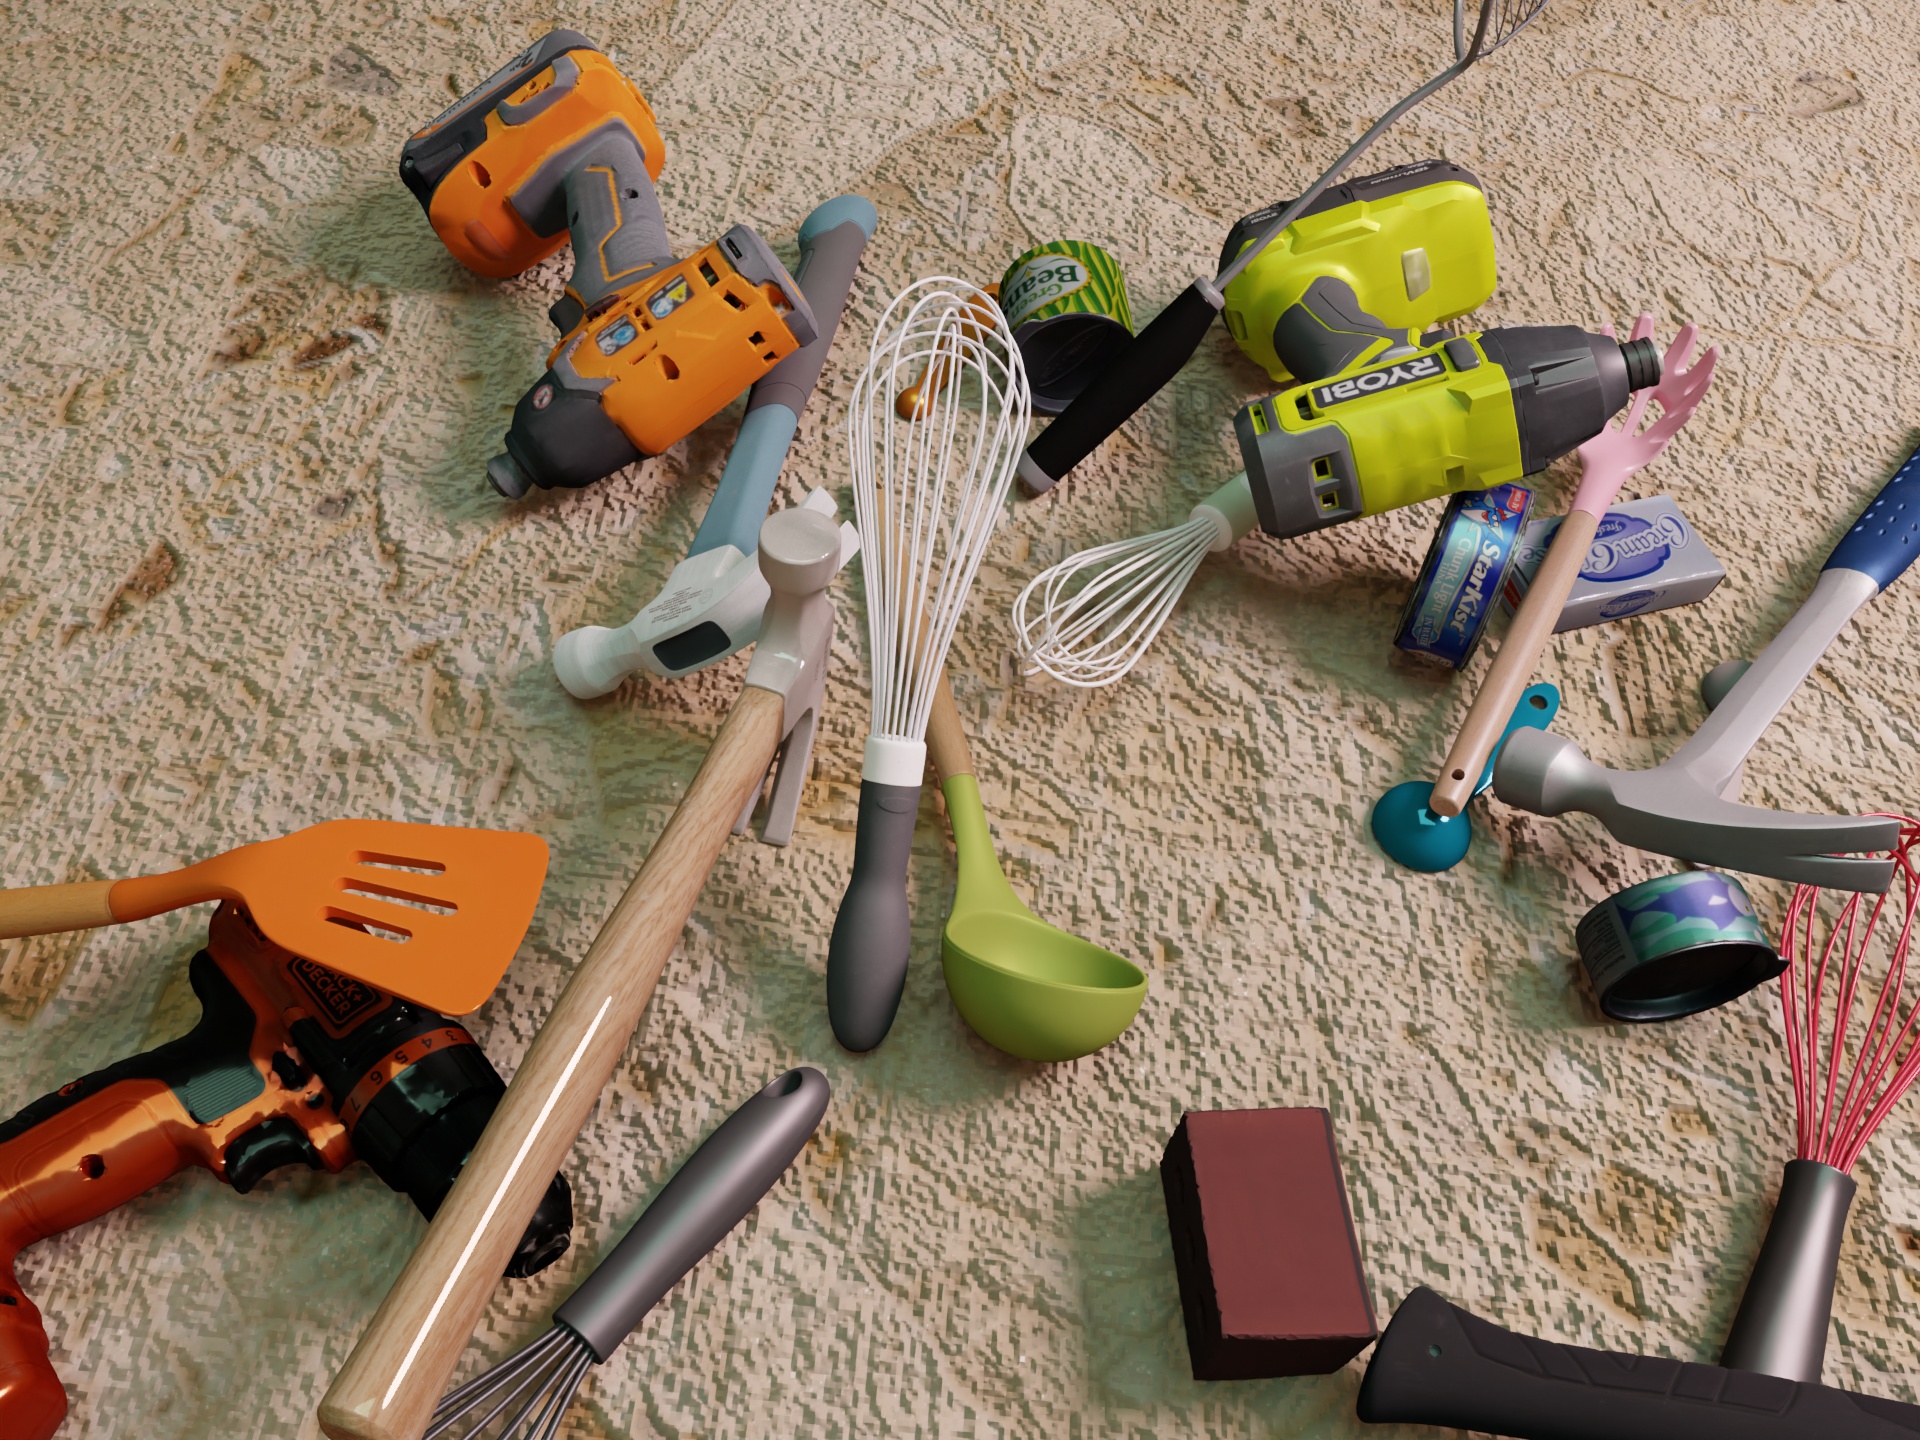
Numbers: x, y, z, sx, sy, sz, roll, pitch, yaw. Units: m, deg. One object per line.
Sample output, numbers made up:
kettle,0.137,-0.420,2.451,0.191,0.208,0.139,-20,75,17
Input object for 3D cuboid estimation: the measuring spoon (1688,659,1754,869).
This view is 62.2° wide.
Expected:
measuring spoon,0.340,0.016,0.702,0.034,0.018,0.124,25,55,12

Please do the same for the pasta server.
pasta server,0.275,-0.078,0.722,0.060,0.040,0.316,21,56,24

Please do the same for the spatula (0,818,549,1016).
spatula,-0.302,0.071,0.544,0.322,0.041,0.081,-7,38,13

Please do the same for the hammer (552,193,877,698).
hammer,-0.088,-0.148,0.747,0.128,0.033,0.331,-15,42,26

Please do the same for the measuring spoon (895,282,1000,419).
measuring spoon,-0.002,-0.195,0.824,0.021,0.011,0.117,23,55,11

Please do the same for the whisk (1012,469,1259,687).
whisk,0.111,-0.086,0.737,0.058,0.059,0.246,46,57,11

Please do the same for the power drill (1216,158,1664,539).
power drill,0.205,-0.176,0.733,0.171,0.080,0.223,-15,36,12

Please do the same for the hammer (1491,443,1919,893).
hammer,0.405,-0.054,0.721,0.144,0.035,0.405,21,45,39

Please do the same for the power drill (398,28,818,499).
power drill,-0.184,-0.212,0.757,0.164,0.084,0.227,-36,60,3

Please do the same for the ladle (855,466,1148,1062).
ladle,-0.001,-0.002,0.659,0.078,0.062,0.321,10,46,-32

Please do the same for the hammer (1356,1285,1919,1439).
hammer,0.293,0.231,0.489,0.335,0.035,0.146,7,53,8

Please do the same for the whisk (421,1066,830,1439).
whisk,-0.120,0.197,0.508,0.055,0.055,0.239,33,54,17

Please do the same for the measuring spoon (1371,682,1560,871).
measuring spoon,0.226,0.016,0.687,0.042,0.021,0.128,39,61,21

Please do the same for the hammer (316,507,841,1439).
hammer,-0.110,0.078,0.529,0.031,0.130,0.331,17,49,7

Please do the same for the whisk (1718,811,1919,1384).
whisk,0.320,0.151,0.583,0.073,0.073,0.296,26,62,13

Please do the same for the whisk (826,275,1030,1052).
whisk,-0.021,-0.017,0.579,0.070,0.070,0.284,8,95,0

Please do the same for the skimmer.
skimmer,0.135,-0.256,0.707,0.090,0.363,0.127,44,19,-6
